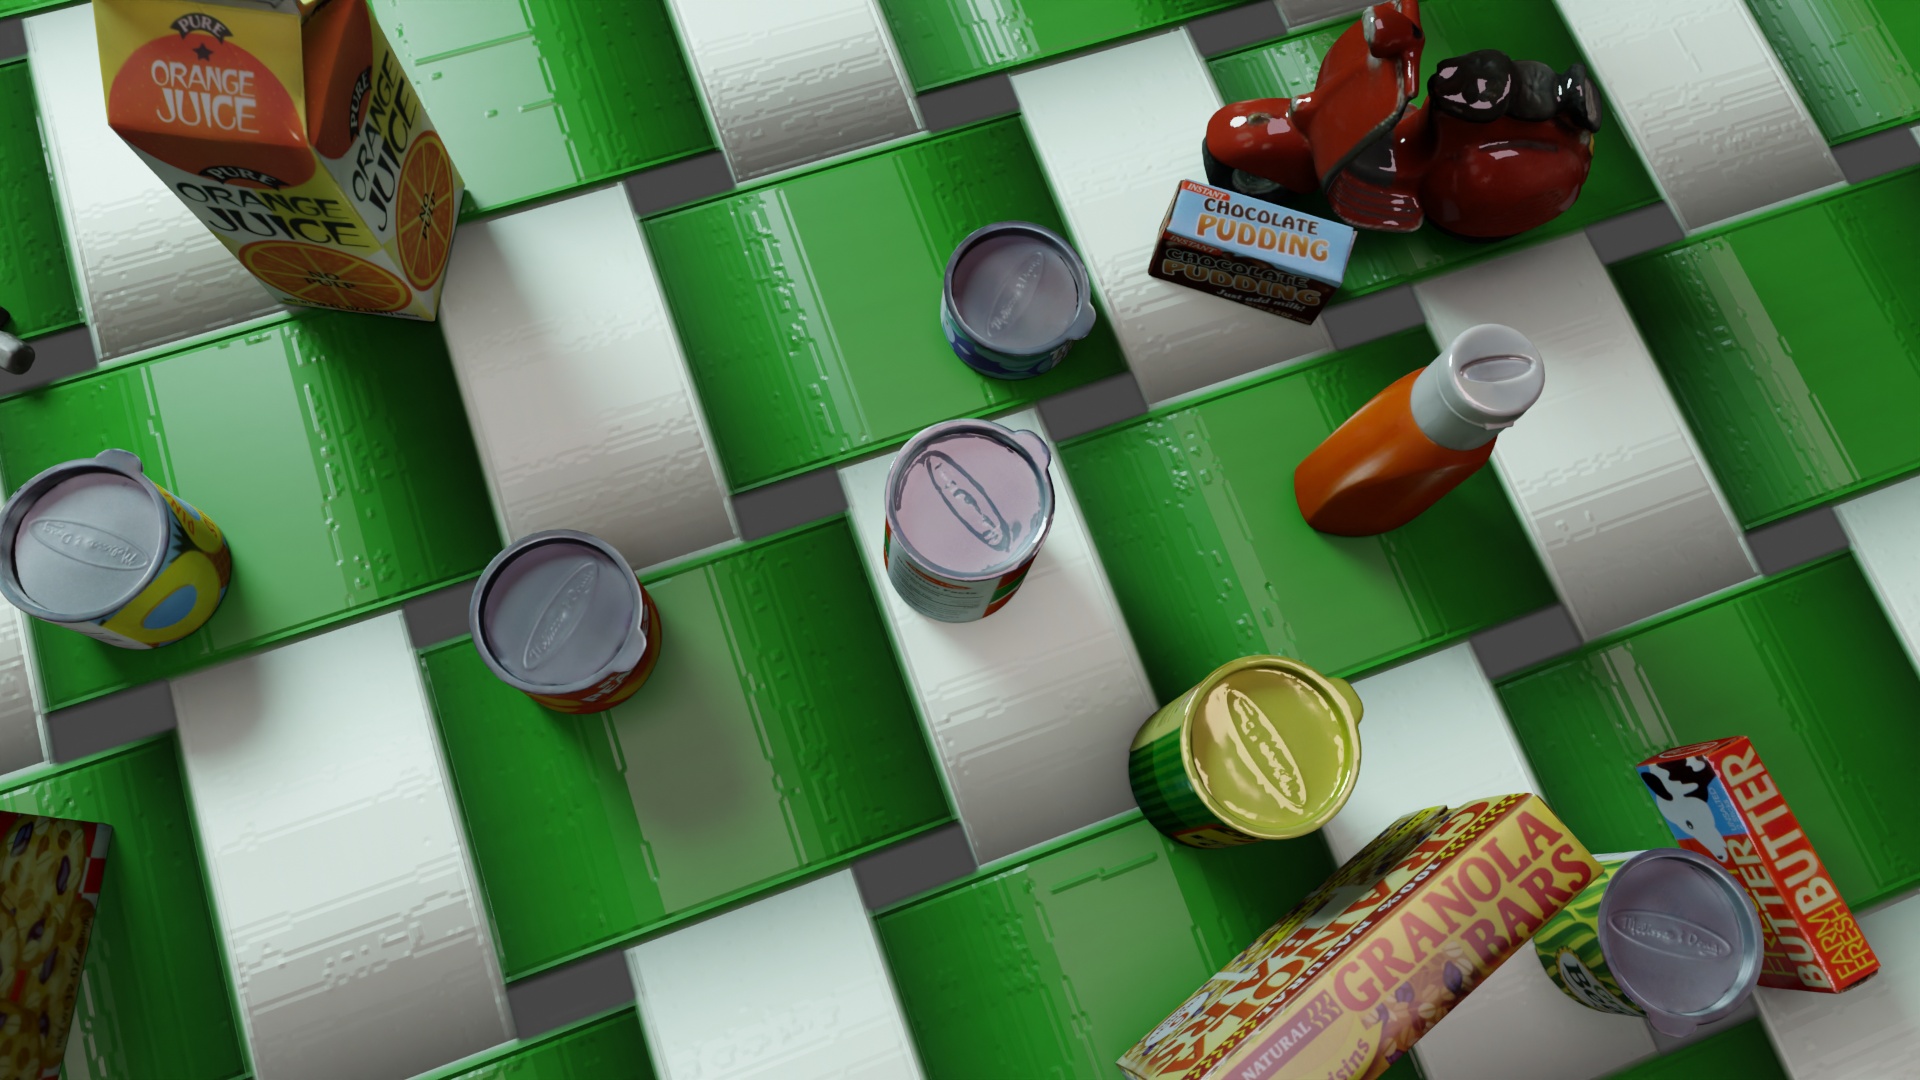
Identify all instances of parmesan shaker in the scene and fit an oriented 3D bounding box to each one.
[{"bbox_3d":[0.111,0.086,0.548,0.071,0.102,0.071,1,75,-4],"label":"parmesan shaker"}]

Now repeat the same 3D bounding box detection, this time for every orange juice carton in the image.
[{"bbox_3d":[-0.261,-0.160,0.544,0.072,0.192,0.073,7,74,-2],"label":"orange juice carton"}]

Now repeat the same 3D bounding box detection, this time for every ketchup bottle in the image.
[{"bbox_3d":[0.187,-0.041,0.566,0.065,0.148,0.043,-8,76,-6],"label":"ketchup bottle"}]

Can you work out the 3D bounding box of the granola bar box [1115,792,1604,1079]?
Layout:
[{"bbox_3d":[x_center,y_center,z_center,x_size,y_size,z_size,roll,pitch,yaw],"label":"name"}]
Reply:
[{"bbox_3d":[0.140,0.162,0.518,0.166,0.124,0.039,-36,80,-13],"label":"granola bar box"}]

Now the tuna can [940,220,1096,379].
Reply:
[{"bbox_3d":[0.026,-0.107,0.633,0.071,0.032,0.071,1,74,-4],"label":"tuna can"}]

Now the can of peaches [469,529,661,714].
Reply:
[{"bbox_3d":[-0.157,0.036,0.566,0.071,0.058,0.071,1,74,-4],"label":"can of peaches"}]

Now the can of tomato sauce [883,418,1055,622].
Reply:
[{"bbox_3d":[0.002,-0.007,0.577,0.071,0.083,0.071,1,75,-4],"label":"can of tomato sauce"}]

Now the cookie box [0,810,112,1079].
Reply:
[{"bbox_3d":[-0.357,0.150,0.462,0.040,0.167,0.123,4,74,-3],"label":"cookie box"}]

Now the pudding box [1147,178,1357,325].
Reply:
[{"bbox_3d":[0.133,-0.133,0.639,0.084,0.049,0.030,17,74,1],"label":"pudding box"}]

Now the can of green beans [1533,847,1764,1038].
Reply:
[{"bbox_3d":[0.276,0.160,0.563,0.071,0.057,0.071,1,74,-4],"label":"can of green beans"}]

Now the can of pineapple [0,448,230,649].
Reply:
[{"bbox_3d":[-0.339,0.006,0.561,0.071,0.057,0.071,1,74,-4],"label":"can of pineapple"}]

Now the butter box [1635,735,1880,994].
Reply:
[{"bbox_3d":[0.329,0.134,0.577,0.024,0.053,0.103,-23,77,-10],"label":"butter box"}]
